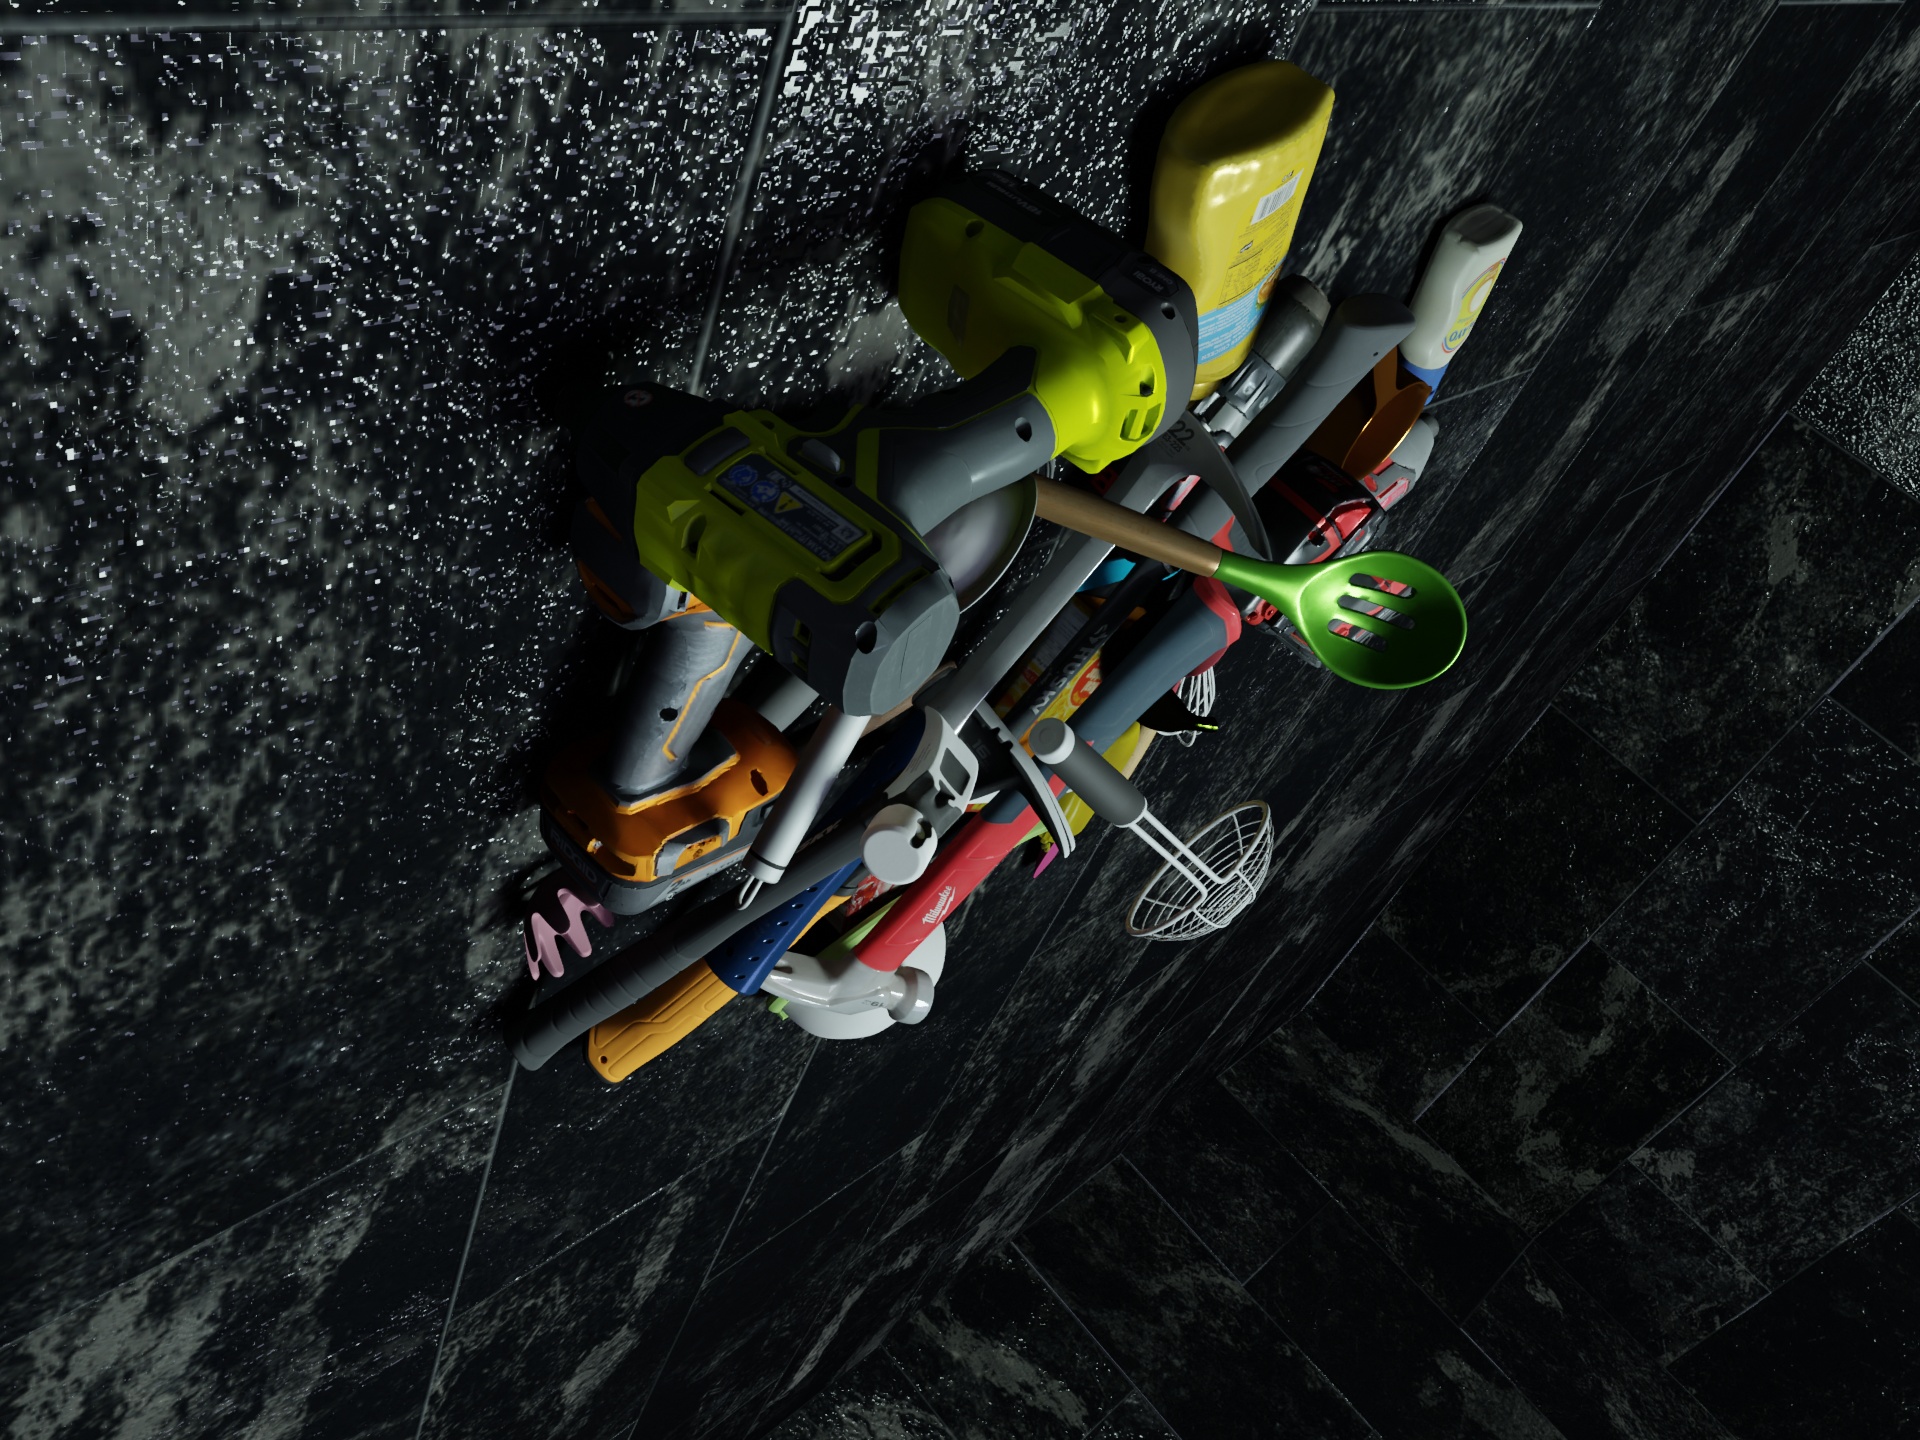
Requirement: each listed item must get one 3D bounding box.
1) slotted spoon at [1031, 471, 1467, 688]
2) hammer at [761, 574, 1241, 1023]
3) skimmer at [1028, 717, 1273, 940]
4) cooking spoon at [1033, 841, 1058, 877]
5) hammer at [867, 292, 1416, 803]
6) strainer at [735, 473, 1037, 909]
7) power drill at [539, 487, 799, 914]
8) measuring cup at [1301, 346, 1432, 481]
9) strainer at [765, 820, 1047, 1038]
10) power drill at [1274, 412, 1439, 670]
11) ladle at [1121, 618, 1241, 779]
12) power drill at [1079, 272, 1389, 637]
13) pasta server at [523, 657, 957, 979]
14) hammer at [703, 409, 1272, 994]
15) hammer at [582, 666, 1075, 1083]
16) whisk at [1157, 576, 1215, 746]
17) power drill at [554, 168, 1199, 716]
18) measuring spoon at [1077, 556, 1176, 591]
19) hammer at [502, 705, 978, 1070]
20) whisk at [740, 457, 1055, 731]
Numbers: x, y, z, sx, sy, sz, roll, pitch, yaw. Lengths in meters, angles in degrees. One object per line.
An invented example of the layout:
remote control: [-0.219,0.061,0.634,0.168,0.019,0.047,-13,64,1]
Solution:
slotted spoon: [0.101,-0.088,0.770,0.031,0.313,0.070,-100,-149,-66]
hammer: [0.021,0.051,0.965,0.143,0.038,0.386,21,123,-35]
skimmer: [0.105,0.055,0.964,0.127,0.090,0.363,-43,146,5]
cooking spoon: [0.115,0.024,1.289,0.069,0.017,0.318,-42,162,-43]
hammer: [0.109,-0.080,0.916,0.149,0.036,0.408,6,136,-42]
strainer: [-0.038,-0.026,0.713,0.050,0.087,0.258,27,96,-32]
power drill: [-0.105,-0.030,0.724,0.164,0.084,0.226,-27,149,-42]
measuring cup: [0.267,-0.228,1.071,0.095,0.052,0.173,-44,156,-4]
strainer: [-0.019,0.158,1.164,0.256,0.069,0.151,-33,171,-16]
power drill: [0.314,-0.147,1.268,0.143,0.079,0.219,-40,155,-14]
ladle: [0.152,-0.007,1.232,0.315,0.031,0.069,111,-12,-57]
power drill: [0.185,-0.158,0.986,0.188,0.080,0.226,-50,145,12]
pasta server: [-0.114,0.042,0.891,0.316,0.040,0.060,-32,161,-33]
hammer: [-0.001,-0.003,0.866,0.405,0.144,0.035,-50,163,13]
hammer: [-0.093,0.118,0.943,0.337,0.127,0.034,-38,178,14]
whisk: [0.183,-0.063,1.223,0.058,0.059,0.246,-13,145,-11]
power drill: [-0.027,-0.119,0.609,0.223,0.171,0.080,-42,160,-32]
measuring spoon: [0.103,-0.106,1.050,0.128,0.021,0.042,-17,141,-34]
hammer: [-0.125,0.102,0.838,0.334,0.035,0.146,-33,-167,27]
whisk: [-0.040,-0.065,0.826,0.239,0.055,0.055,-44,159,10]
